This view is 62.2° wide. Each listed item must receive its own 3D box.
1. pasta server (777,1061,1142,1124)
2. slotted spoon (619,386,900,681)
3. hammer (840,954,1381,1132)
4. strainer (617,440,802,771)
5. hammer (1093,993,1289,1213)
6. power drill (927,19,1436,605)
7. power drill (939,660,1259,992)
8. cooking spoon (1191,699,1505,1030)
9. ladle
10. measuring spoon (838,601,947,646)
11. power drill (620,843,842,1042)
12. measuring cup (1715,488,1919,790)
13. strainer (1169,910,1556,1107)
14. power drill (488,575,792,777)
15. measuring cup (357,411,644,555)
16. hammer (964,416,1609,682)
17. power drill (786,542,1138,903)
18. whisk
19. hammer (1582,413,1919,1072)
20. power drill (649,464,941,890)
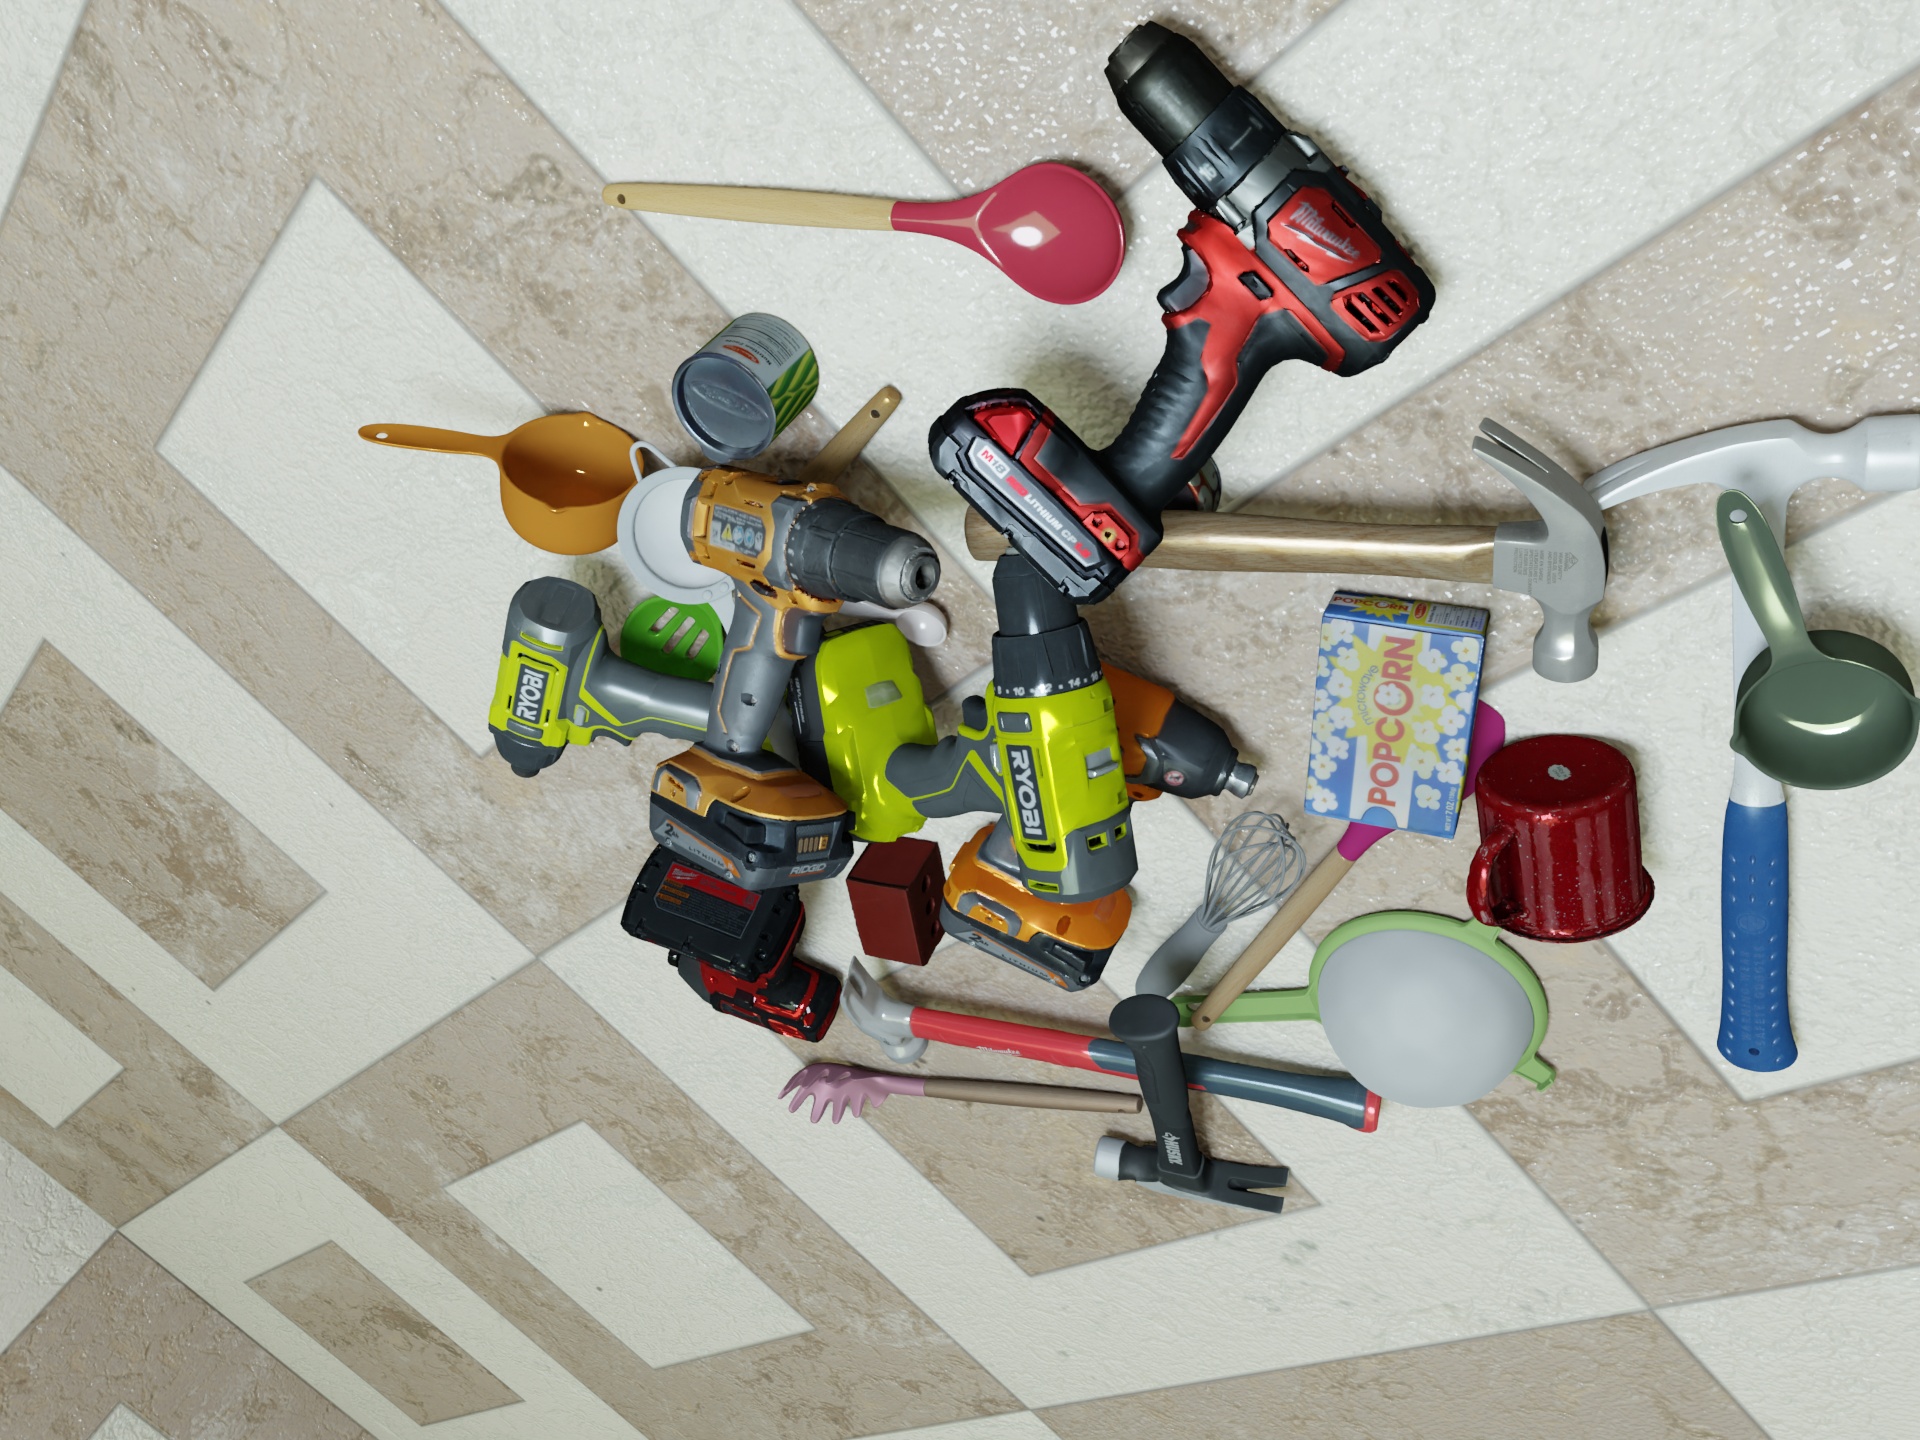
[{"bbox_3d":[-0.005,0.303,1.276,0.316,0.040,0.060,-3,137,28],"label":"pasta server"},{"bbox_3d":[-0.128,-0.110,1.009,0.070,0.031,0.313,39,132,-12],"label":"slotted spoon"},{"bbox_3d":[0.103,0.236,1.138,0.386,0.038,0.143,6,151,21],"label":"hammer"},{"bbox_3d":[-0.140,-0.054,0.992,0.087,0.050,0.258,-21,100,13],"label":"strainer"},{"bbox_3d":[0.149,0.267,1.092,0.146,0.035,0.334,8,149,17],"label":"hammer"},{"bbox_3d":[0.084,-0.188,0.749,0.188,0.080,0.226,44,103,-10],"label":"power drill"},{"bbox_3d":[0.083,0.066,1.006,0.164,0.084,0.226,24,130,9],"label":"power drill"},{"bbox_3d":[0.225,0.098,0.981,0.069,0.017,0.318,32,128,2],"label":"cooking spoon"},{"bbox_3d":[-0.058,-0.267,0.842,0.315,0.031,0.069,12,122,22],"label":"ladle"},{"bbox_3d":[-0.065,-0.077,1.001,0.124,0.018,0.034,18,146,7],"label":"measuring spoon"},{"bbox_3d":[-0.172,0.171,1.194,0.143,0.079,0.219,19,155,14],"label":"power drill"},{"bbox_3d":[0.384,-0.043,0.735,0.083,0.038,0.167,-18,115,37],"label":"measuring cup"},{"bbox_3d":[0.246,0.203,1.037,0.256,0.069,0.151,-8,122,31],"label":"strainer"},{"bbox_3d":[-0.204,0.008,1.076,0.223,0.080,0.171,20,135,-6],"label":"power drill"},{"bbox_3d":[-0.286,-0.151,0.996,0.173,0.095,0.052,8,138,-5],"label":"measuring cup"},{"bbox_3d":[0.156,-0.093,0.820,0.331,0.031,0.130,6,129,24],"label":"hammer"},{"bbox_3d":[-0.001,-0.003,0.912,0.229,0.080,0.190,3,107,49],"label":"power drill"},{"bbox_3d":[0.159,0.129,1.032,0.055,0.055,0.238,29,142,3],"label":"whisk"},{"bbox_3d":[0.410,0.031,0.831,0.144,0.035,0.405,1,126,27],"label":"hammer"},{"bbox_3d":[-0.094,-0.022,0.898,0.185,0.084,0.226,20,106,42],"label":"power drill"}]
